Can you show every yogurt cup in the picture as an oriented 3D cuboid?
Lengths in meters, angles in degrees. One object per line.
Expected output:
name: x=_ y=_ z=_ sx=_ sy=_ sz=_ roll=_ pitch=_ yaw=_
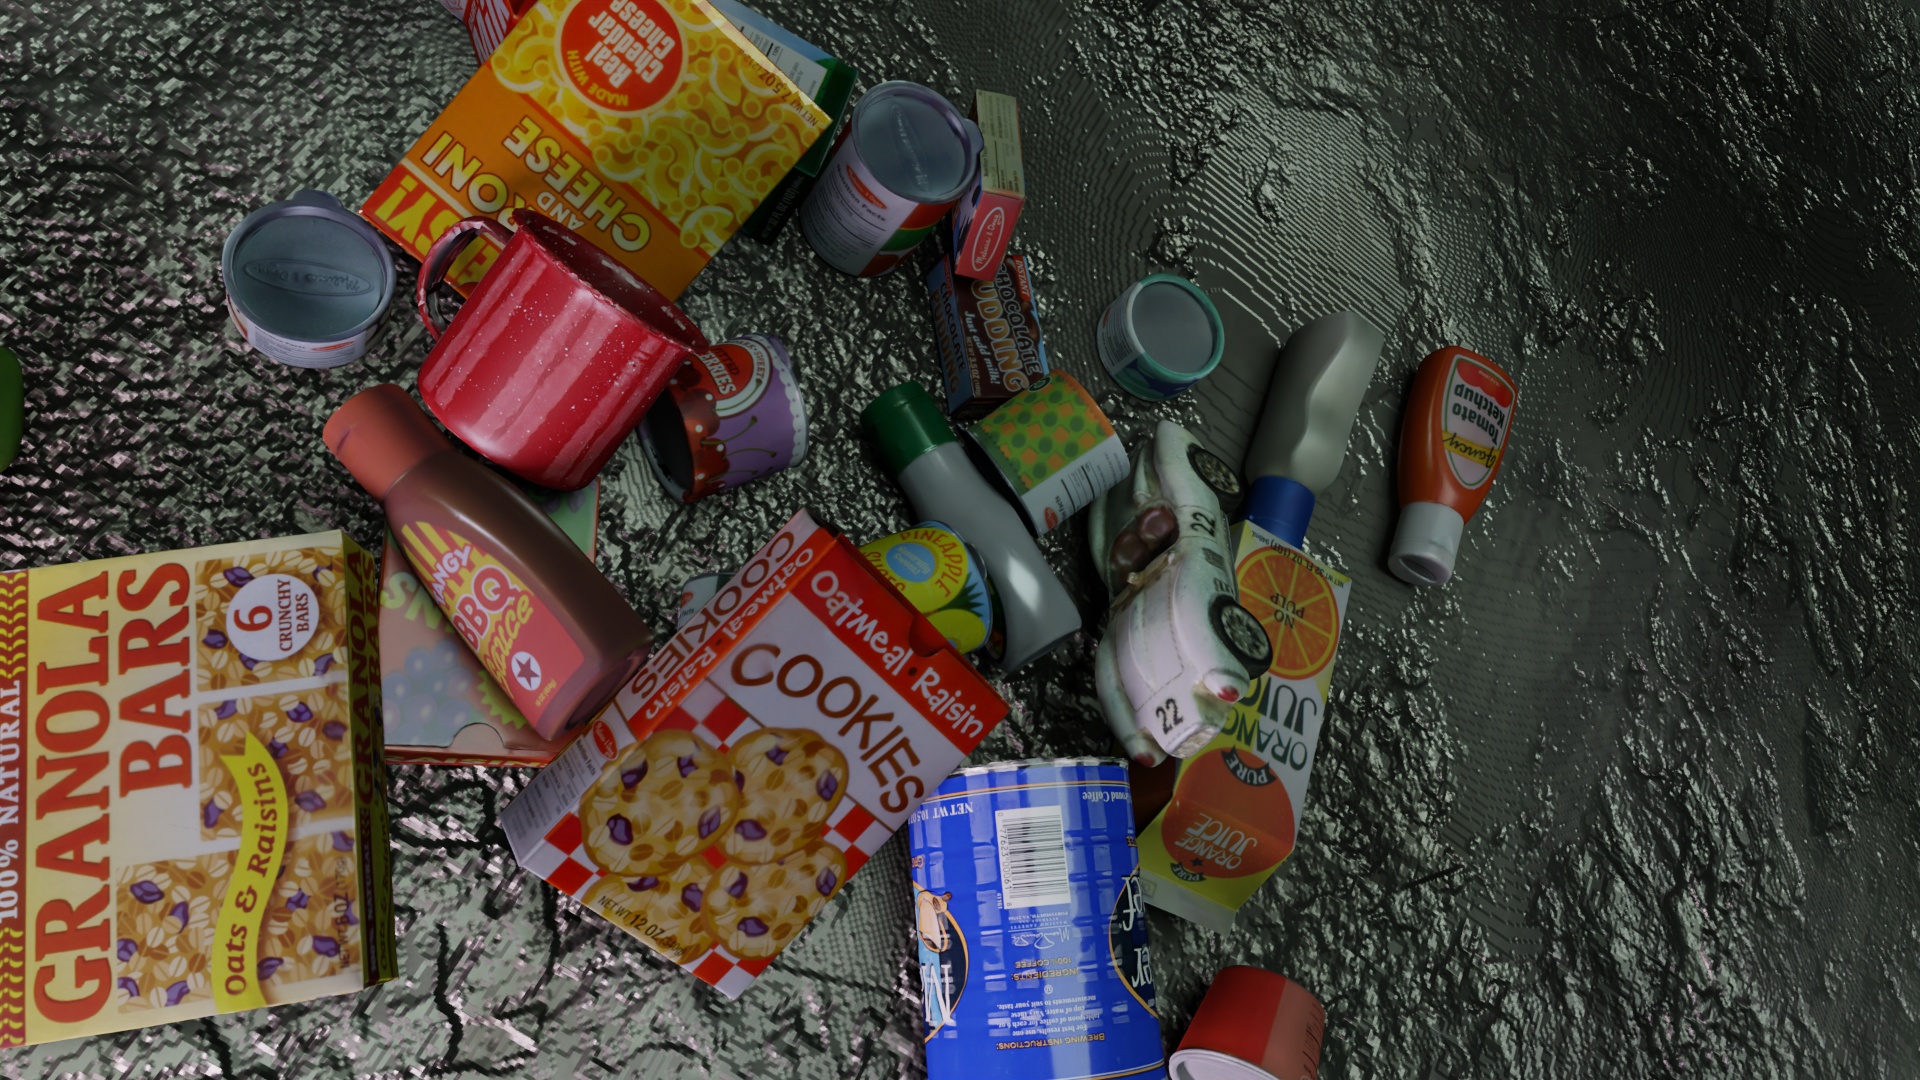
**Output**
yogurt cup: x=0.139 y=0.239 z=0.659 sx=0.072 sy=0.072 sz=0.054 roll=39 pitch=53 yaw=-10

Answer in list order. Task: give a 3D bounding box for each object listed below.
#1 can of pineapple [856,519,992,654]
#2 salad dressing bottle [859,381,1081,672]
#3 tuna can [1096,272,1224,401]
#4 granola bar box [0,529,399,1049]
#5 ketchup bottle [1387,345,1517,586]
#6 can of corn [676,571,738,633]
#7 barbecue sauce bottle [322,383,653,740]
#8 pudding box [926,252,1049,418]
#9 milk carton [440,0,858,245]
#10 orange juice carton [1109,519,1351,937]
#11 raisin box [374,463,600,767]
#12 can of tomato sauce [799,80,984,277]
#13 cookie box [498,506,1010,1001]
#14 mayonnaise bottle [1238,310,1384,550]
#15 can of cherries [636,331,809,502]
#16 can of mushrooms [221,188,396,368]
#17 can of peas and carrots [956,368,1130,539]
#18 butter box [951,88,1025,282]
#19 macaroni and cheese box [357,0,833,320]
can of pineapple: x=-0.027 y=0.029 z=0.646 sx=0.058 sy=0.070 sz=0.071 roll=-21 pitch=83 yaw=-29
salad dressing bottle: x=0.002 y=-0.009 z=0.680 sx=0.044 sy=0.064 sz=0.148 roll=-28 pitch=78 yaw=-20
tuna can: x=0.115 y=-0.114 z=0.782 sx=0.071 sy=0.032 sz=0.071 roll=8 pitch=70 yaw=-23
granola bar box: x=-0.277 y=0.087 z=0.504 sx=0.124 sy=0.039 sz=0.166 roll=-8 pitch=76 yaw=-6
ketchup bottle: x=0.292 y=-0.043 z=0.837 sx=0.065 sy=0.043 sz=0.149 roll=31 pitch=63 yaw=-14
can of corn: x=-0.090 y=0.052 z=0.609 sx=0.071 sy=0.071 sz=0.058 roll=13 pitch=69 yaw=-21
barbecue sauce bottle: x=-0.186 y=0.004 z=0.539 sx=0.148 sy=0.064 sz=0.044 roll=48 pitch=35 yaw=6
pudding box: x=0.015 y=-0.108 z=0.734 sx=0.050 sy=0.030 sz=0.084 roll=-2 pitch=74 yaw=-27
milk carton: x=-0.155 y=-0.229 z=0.670 sx=0.190 sy=0.072 sz=0.074 roll=26 pitch=64 yaw=-17
orange juice carton: x=0.128 y=0.094 z=0.696 sx=0.072 sy=0.072 sz=0.193 roll=28 pitch=64 yaw=-17
raisin box: x=-0.199 y=0.031 z=0.580 sx=0.086 sy=0.040 sz=0.123 roll=7 pitch=71 yaw=-24
can of tomato sauce: x=-0.037 y=-0.181 z=0.703 sx=0.071 sy=0.082 sz=0.071 roll=8 pitch=70 yaw=-23
cookie box: x=-0.076 y=0.087 z=0.554 sx=0.167 sy=0.040 sz=0.122 roll=-46 pitch=126 yaw=-5
mayonnaise bottle: x=0.193 y=-0.057 z=0.786 sx=0.041 sy=0.064 sz=0.148 roll=31 pitch=67 yaw=-18
can of cherries: x=-0.110 y=-0.058 z=0.634 sx=0.058 sy=0.071 sz=0.071 roll=-21 pitch=83 yaw=-28
can of mushrooms: x=-0.277 y=-0.111 z=0.594 sx=0.071 sy=0.033 sz=0.071 roll=8 pitch=70 yaw=-22
can of peas and carrots: x=0.042 y=-0.046 z=0.695 sx=0.059 sy=0.071 sz=0.071 roll=-34 pitch=90 yaw=-4
butter box: x=0.013 y=-0.187 z=0.725 sx=0.024 sy=0.052 sz=0.104 roll=11 pitch=44 yaw=-13
macaroni and cheese box: x=-0.158 y=-0.165 z=0.611 sx=0.123 sy=0.040 sz=0.166 roll=41 pitch=92 yaw=-17
